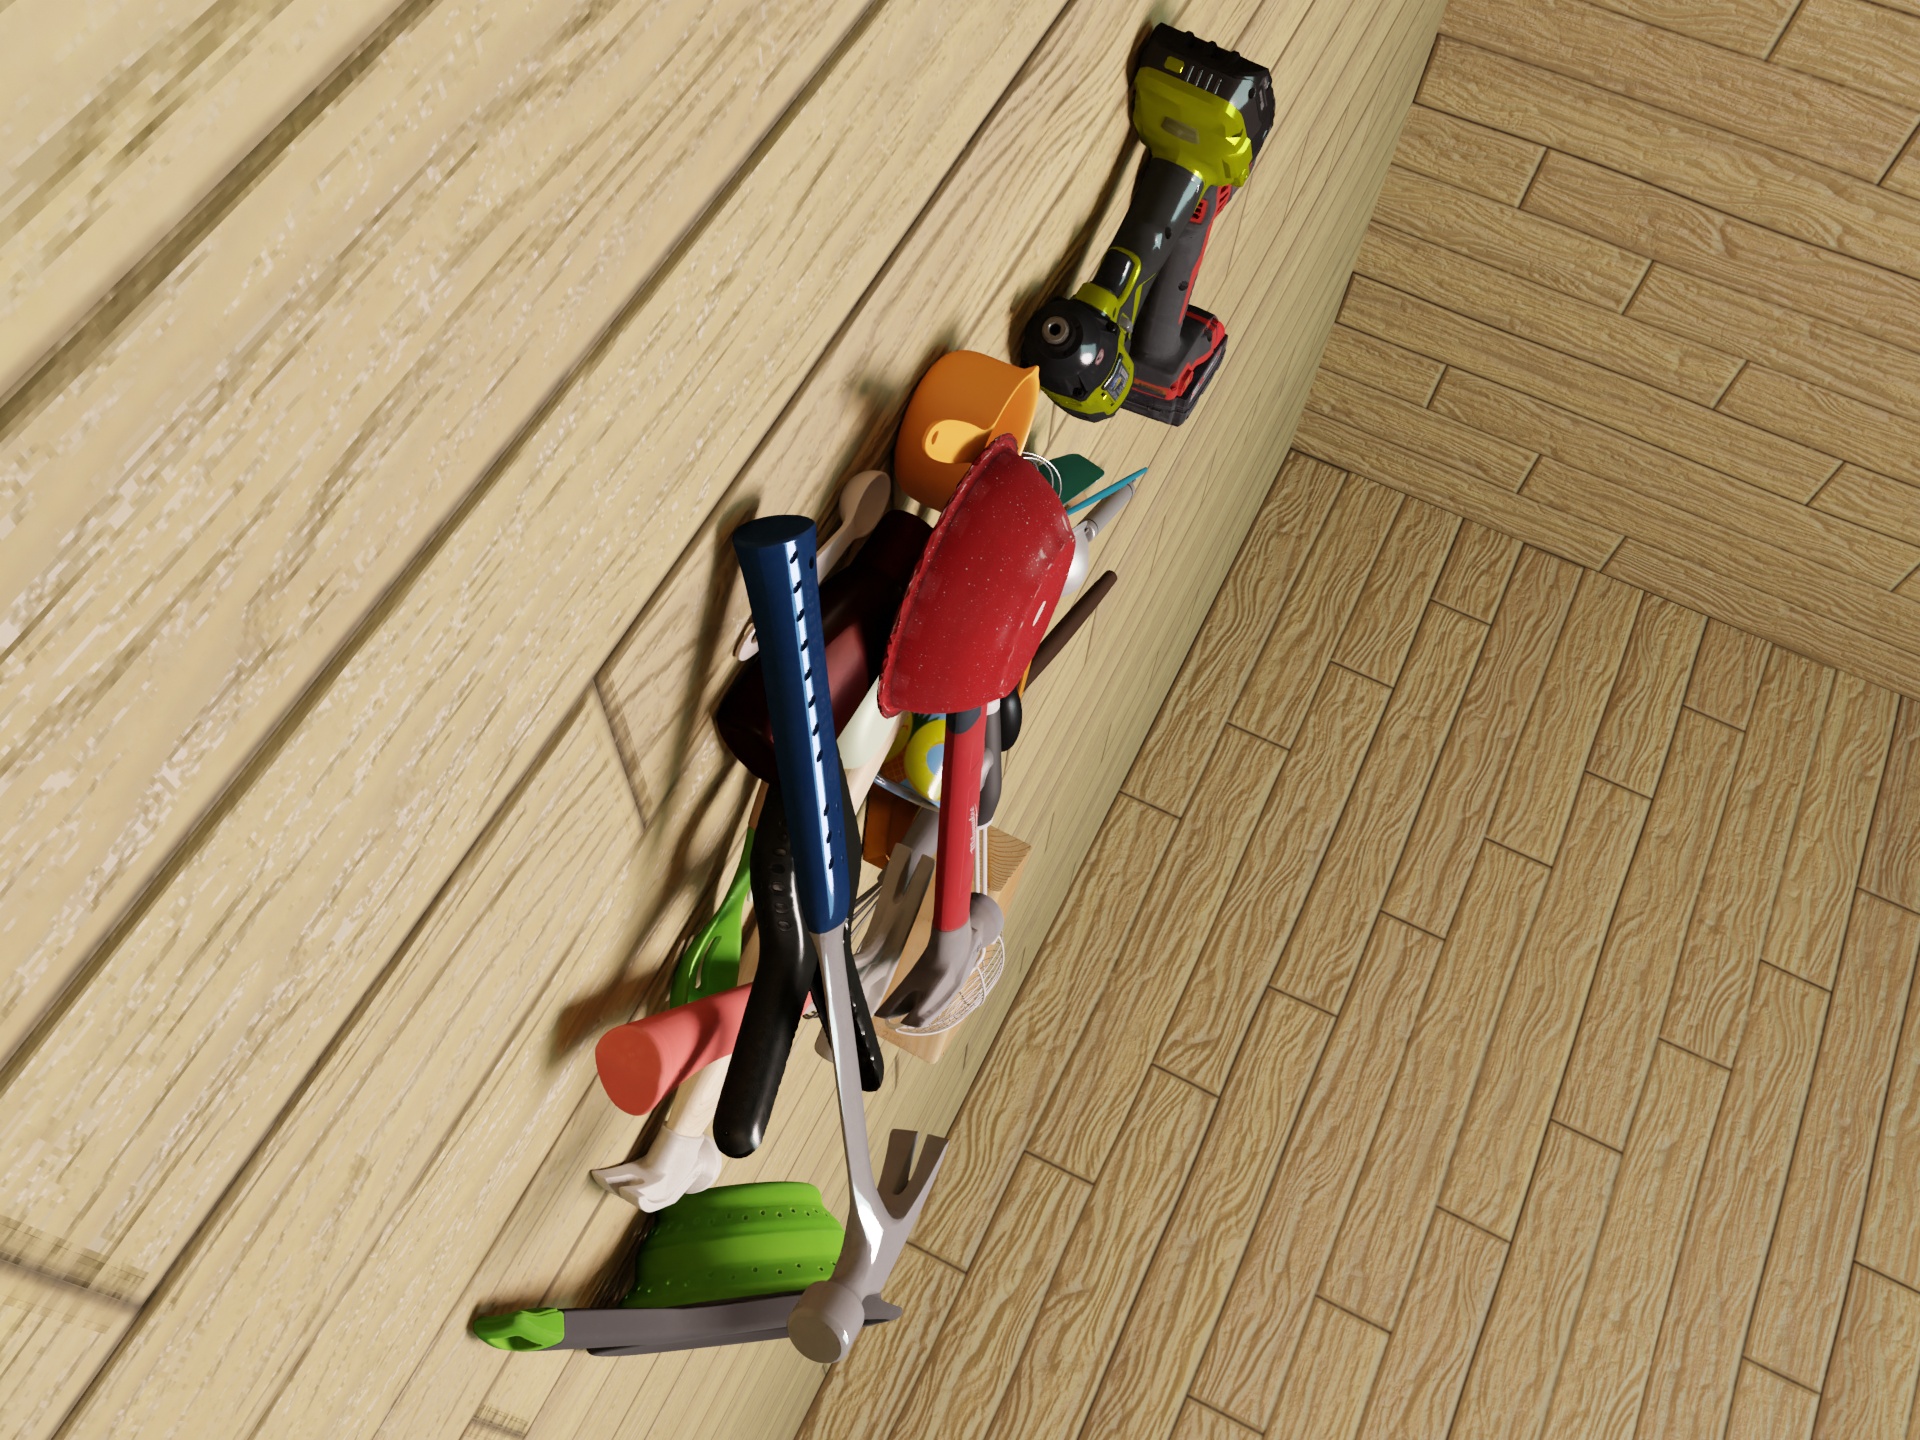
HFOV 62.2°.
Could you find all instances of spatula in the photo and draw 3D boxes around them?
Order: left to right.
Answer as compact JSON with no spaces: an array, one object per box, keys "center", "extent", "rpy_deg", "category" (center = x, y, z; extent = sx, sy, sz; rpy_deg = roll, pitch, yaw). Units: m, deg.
[{"center":[0.081,-0.171,1.226],"extent":[0.082,0.044,0.317],"rpy_deg":[-33,178,11],"category":"spatula"}]

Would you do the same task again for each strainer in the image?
[{"center":[0.105,-0.156,1.341],"extent":[0.087,0.050,0.258],"rpy_deg":[-46,-178,38],"category":"strainer"}]

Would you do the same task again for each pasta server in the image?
[{"center":[0.057,-0.029,1.351],"extent":[0.316,0.040,0.060],"rpy_deg":[-49,-169,-36],"category":"pasta server"}]

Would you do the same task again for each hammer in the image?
[{"center":[-0.099,0.150,0.893],"extent":[0.149,0.037,0.359],"rpy_deg":[-69,165,4],"category":"hammer"},{"center":[-0.101,0.101,0.969],"extent":[0.411,0.038,0.146],"rpy_deg":[-65,168,-7],"category":"hammer"},{"center":[-0.060,0.101,0.756],"extent":[0.144,0.035,0.405],"rpy_deg":[-48,138,-58],"category":"hammer"},{"center":[-0.002,-0.003,0.963],"extent":[0.143,0.038,0.386],"rpy_deg":[-42,141,-60],"category":"hammer"}]

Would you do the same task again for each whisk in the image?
[{"center":[-0.050,0.114,1.109],"extent":[0.239,0.055,0.055],"rpy_deg":[-55,172,11],"category":"whisk"},{"center":[0.031,-0.072,1.071],"extent":[0.284,0.070,0.070],"rpy_deg":[89,26,-50],"category":"whisk"}]

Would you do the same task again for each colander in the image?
[{"center":[-0.171,0.333,0.980],"extent":[0.396,0.204,0.095],"rpy_deg":[45,35,-63],"category":"colander"}]

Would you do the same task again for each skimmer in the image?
[{"center":[-0.012,0.109,1.216],"extent":[0.127,0.090,0.363],"rpy_deg":[-51,152,-41],"category":"skimmer"}]

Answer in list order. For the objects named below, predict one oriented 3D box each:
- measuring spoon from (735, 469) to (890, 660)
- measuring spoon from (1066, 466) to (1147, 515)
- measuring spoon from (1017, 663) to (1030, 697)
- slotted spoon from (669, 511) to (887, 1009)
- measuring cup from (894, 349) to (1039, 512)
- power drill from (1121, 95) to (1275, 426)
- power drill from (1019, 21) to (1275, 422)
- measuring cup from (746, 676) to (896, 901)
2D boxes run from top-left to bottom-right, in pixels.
[{"center":[-0.074,-0.077,0.767],"extent":[0.124,0.018,0.034],"rpy_deg":[-53,160,-25],"category":"measuring spoon"},{"center":[0.080,-0.138,1.115],"extent":[0.128,0.021,0.042],"rpy_deg":[-30,-177,0],"category":"measuring spoon"},{"center":[0.048,-0.047,1.224],"extent":[0.021,0.011,0.116],"rpy_deg":[-58,163,-59],"category":"measuring spoon"},{"center":[-0.098,0.034,0.855],"extent":[0.313,0.031,0.070],"rpy_deg":[-69,167,9],"category":"slotted spoon"},{"center":[-0.011,-0.148,0.809],"extent":[0.095,0.052,0.173],"rpy_deg":[-68,168,13],"category":"measuring cup"},{"center":[0.176,-0.359,1.199],"extent":[0.226,0.080,0.188],"rpy_deg":[98,19,-48],"category":"power drill"},{"center":[0.110,-0.303,0.994],"extent":[0.223,0.080,0.171],"rpy_deg":[-64,170,7],"category":"power drill"},{"center":[-0.076,0.033,0.918],"extent":[0.083,0.038,0.167],"rpy_deg":[33,80,-80],"category":"measuring cup"}]
